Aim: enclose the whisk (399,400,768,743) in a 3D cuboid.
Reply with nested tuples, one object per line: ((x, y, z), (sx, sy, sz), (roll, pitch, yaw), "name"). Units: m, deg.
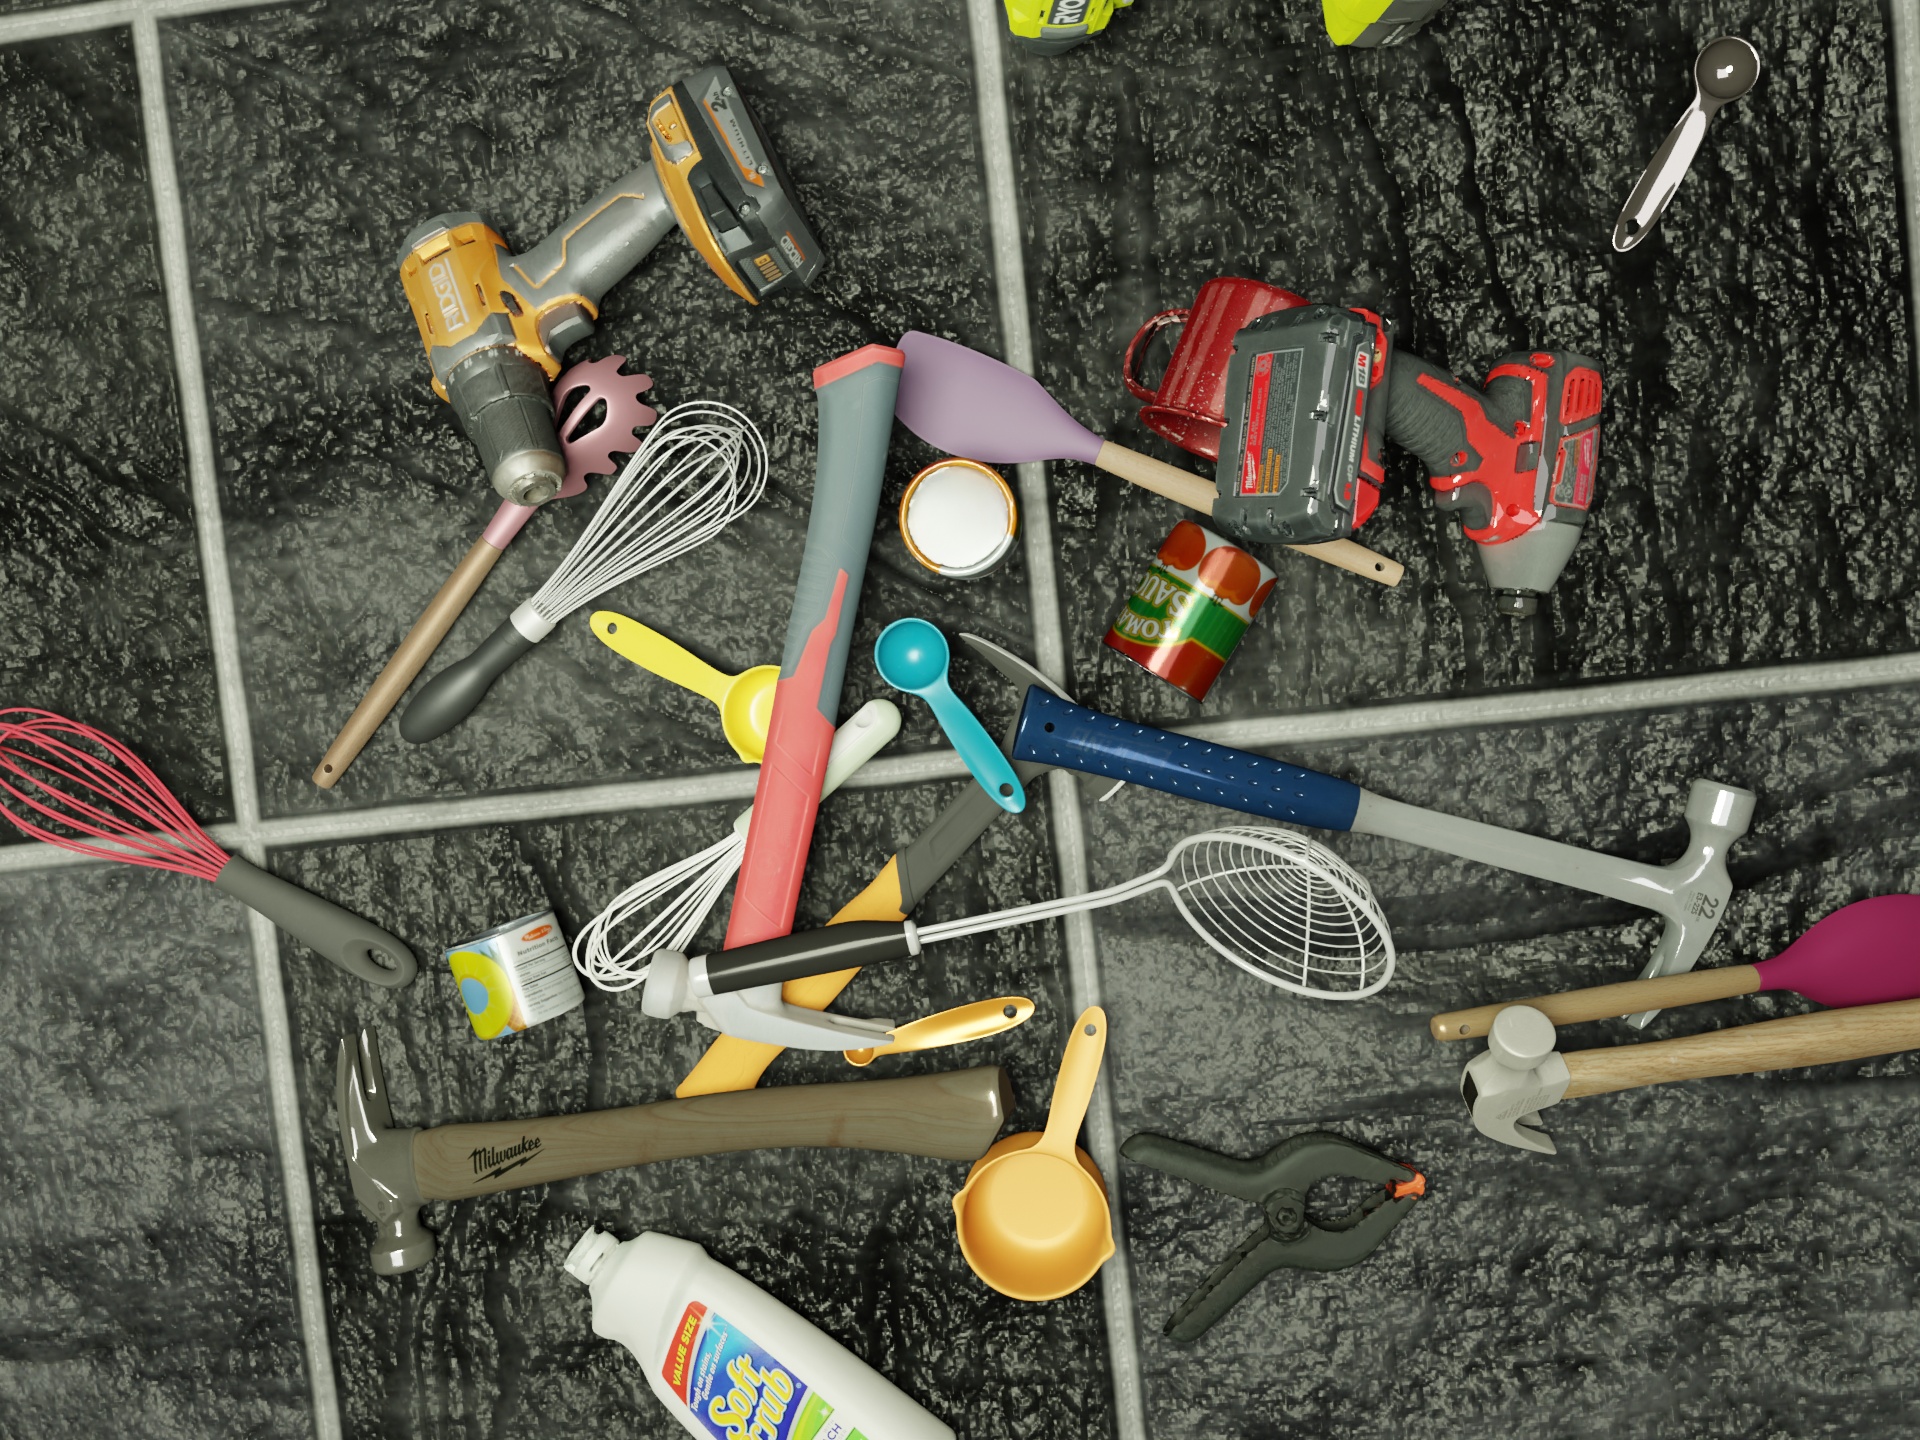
((-0.227, -0.080, 0.926), (0.284, 0.070, 0.070), (-40, 90, 10), "whisk")

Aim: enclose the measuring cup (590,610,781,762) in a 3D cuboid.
((-0.150, -0.026, 0.940), (0.156, 0.029, 0.062), (28, 97, 14), "measuring cup")

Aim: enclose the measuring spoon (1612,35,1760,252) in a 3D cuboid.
((0.394, -0.315, 0.877), (0.034, 0.018, 0.124), (29, 102, 1), "measuring spoon")

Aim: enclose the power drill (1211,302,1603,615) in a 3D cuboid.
((0.243, -0.133, 0.827), (0.219, 0.079, 0.143), (4, 94, -30), "power drill")

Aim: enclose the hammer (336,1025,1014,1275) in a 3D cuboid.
((-0.172, 0.228, 0.915), (0.410, 0.038, 0.146), (-10, 92, 15), "hammer")

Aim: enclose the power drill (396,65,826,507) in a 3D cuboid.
((-0.191, -0.234, 0.875), (0.226, 0.084, 0.185), (-27, 67, 7), "power drill")

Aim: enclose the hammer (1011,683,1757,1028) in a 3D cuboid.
((0.227, 0.057, 0.882), (0.405, 0.035, 0.144), (15, 95, -2), "hammer")

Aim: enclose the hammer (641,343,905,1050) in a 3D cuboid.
((-0.068, -0.007, 0.865), (0.143, 0.038, 0.386), (12, 101, -5), "hammer")

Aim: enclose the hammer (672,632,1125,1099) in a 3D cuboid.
((-0.055, 0.106, 0.929), (0.127, 0.034, 0.337), (42, 96, 1), "hammer")

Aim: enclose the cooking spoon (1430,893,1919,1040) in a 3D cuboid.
((0.409, 0.145, 0.867), (0.319, 0.017, 0.068), (-7, 102, -7), "cooking spoon")

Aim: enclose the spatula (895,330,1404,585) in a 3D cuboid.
((0.102, -0.141, 0.908), (0.316, 0.018, 0.060), (23, 96, 5), "spatula")

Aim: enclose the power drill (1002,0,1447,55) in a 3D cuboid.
((0.134, -0.396, 0.825), (0.223, 0.171, 0.080), (-5, 93, -3), "power drill")

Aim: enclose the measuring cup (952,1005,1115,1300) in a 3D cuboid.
((0.055, 0.243, 0.920), (0.095, 0.052, 0.173), (16, 93, 4), "measuring cup")

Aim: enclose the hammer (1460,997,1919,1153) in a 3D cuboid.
((0.436, 0.179, 0.867), (0.331, 0.130, 0.031), (-7, 50, -4), "hammer")

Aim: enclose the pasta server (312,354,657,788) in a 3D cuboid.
((-0.290, -0.084, 0.945), (0.060, 0.040, 0.316), (39, 100, 2), "pasta server")

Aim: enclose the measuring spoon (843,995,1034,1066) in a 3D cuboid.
((-0.013, 0.183, 0.944), (0.117, 0.011, 0.021), (-15, 90, 2), "measuring spoon")

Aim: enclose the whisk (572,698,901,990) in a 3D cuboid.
((-0.128, 0.072, 0.918), (0.246, 0.058, 0.059), (-41, 134, 9), "whisk")

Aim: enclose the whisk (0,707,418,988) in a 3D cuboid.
((-0.458, 0.081, 0.955), (0.296, 0.073, 0.073), (31, 96, -4), "whisk")

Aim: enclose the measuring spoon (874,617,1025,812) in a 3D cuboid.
((-0.001, -0.003, 0.894), (0.042, 0.021, 0.128), (-33, 98, 13), "measuring spoon")

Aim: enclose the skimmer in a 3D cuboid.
((0.037, 0.126, 0.836), (0.363, 0.127, 0.090), (-11, 49, 1), "skimmer")
